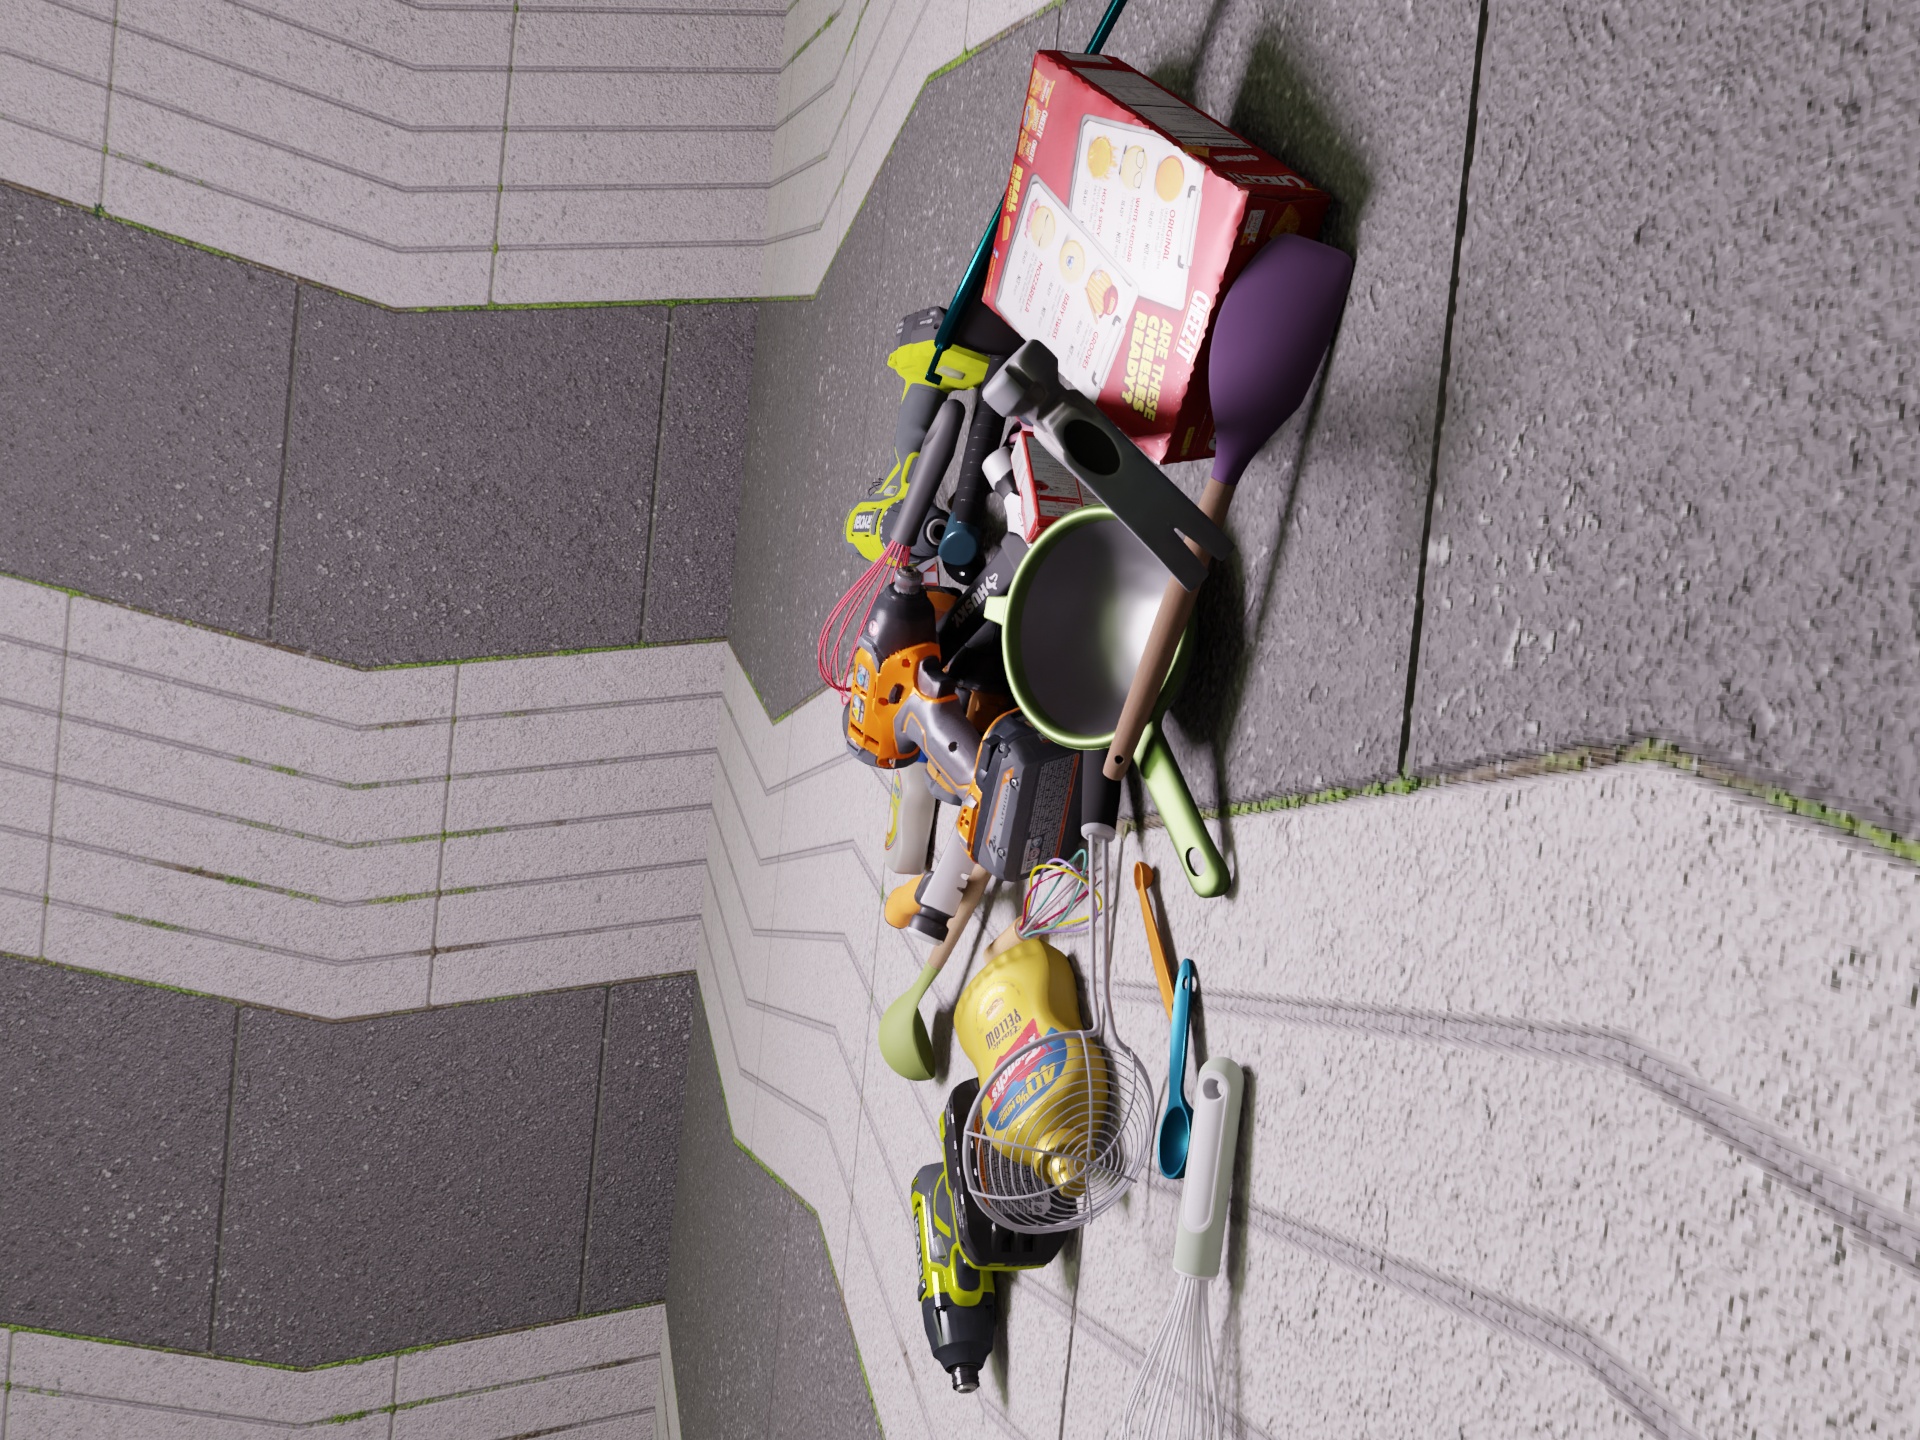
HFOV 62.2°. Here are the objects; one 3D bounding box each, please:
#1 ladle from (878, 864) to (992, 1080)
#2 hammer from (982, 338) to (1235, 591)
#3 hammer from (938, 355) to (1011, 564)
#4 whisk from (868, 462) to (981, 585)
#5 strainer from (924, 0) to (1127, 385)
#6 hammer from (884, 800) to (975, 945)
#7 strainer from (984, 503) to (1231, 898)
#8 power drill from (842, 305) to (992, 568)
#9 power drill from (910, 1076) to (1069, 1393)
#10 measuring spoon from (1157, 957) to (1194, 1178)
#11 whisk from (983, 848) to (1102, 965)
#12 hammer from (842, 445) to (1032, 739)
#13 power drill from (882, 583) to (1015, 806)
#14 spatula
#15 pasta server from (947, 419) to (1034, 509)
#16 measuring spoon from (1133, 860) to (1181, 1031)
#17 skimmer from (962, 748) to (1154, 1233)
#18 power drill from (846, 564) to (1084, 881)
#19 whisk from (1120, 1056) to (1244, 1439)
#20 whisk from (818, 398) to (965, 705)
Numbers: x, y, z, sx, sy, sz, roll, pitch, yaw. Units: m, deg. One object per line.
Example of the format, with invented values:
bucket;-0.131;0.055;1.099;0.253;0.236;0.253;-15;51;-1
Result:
ladle;-0.001;0.191;1.359;0.078;0.062;0.320;-102;30;-50
hammer;0.070;-0.165;0.937;0.038;0.143;0.386;-45;11;10
hammer;0.033;-0.285;1.281;0.128;0.033;0.331;144;140;-73
whisk;-0.029;-0.189;1.544;0.285;0.070;0.070;-125;42;-59
strainer;0.093;-0.377;1.084;0.340;0.095;0.211;-56;9;45
hammer;-0.028;0.142;1.393;0.337;0.034;0.127;130;164;-76
strainer;0.118;-0.010;0.964;0.151;0.069;0.257;-39;61;36
power drill;-0.030;-0.248;1.435;0.191;0.080;0.228;17;91;68
power drill;0.013;0.378;1.174;0.223;0.080;0.171;107;162;-47
measuring spoon;0.134;0.200;0.917;0.042;0.021;0.129;129;152;-61
whisk;0.052;0.144;1.165;0.245;0.047;0.051;123;152;-65
hammer;-0.009;-0.059;1.248;0.334;0.035;0.146;-45;67;49
power drill;-0.009;-0.053;1.380;0.226;0.084;0.185;-126;43;-60
spatula;0.134;-0.109;0.878;0.018;0.060;0.315;-50;-21;-69
pasta server;0.033;-0.215;1.378;0.316;0.040;0.060;166;108;-78
measuring spoon;0.124;0.138;0.977;0.021;0.011;0.117;101;162;-53
skimmer;0.069;0.136;1.016;0.090;0.127;0.364;-37;39;45
power drill;-0.002;-0.004;1.167;0.227;0.084;0.164;39;132;41
whisk;0.125;0.304;0.855;0.058;0.059;0.246;6;86;36
whisk;-0.055;-0.136;1.333;0.073;0.073;0.295;-107;35;-53
